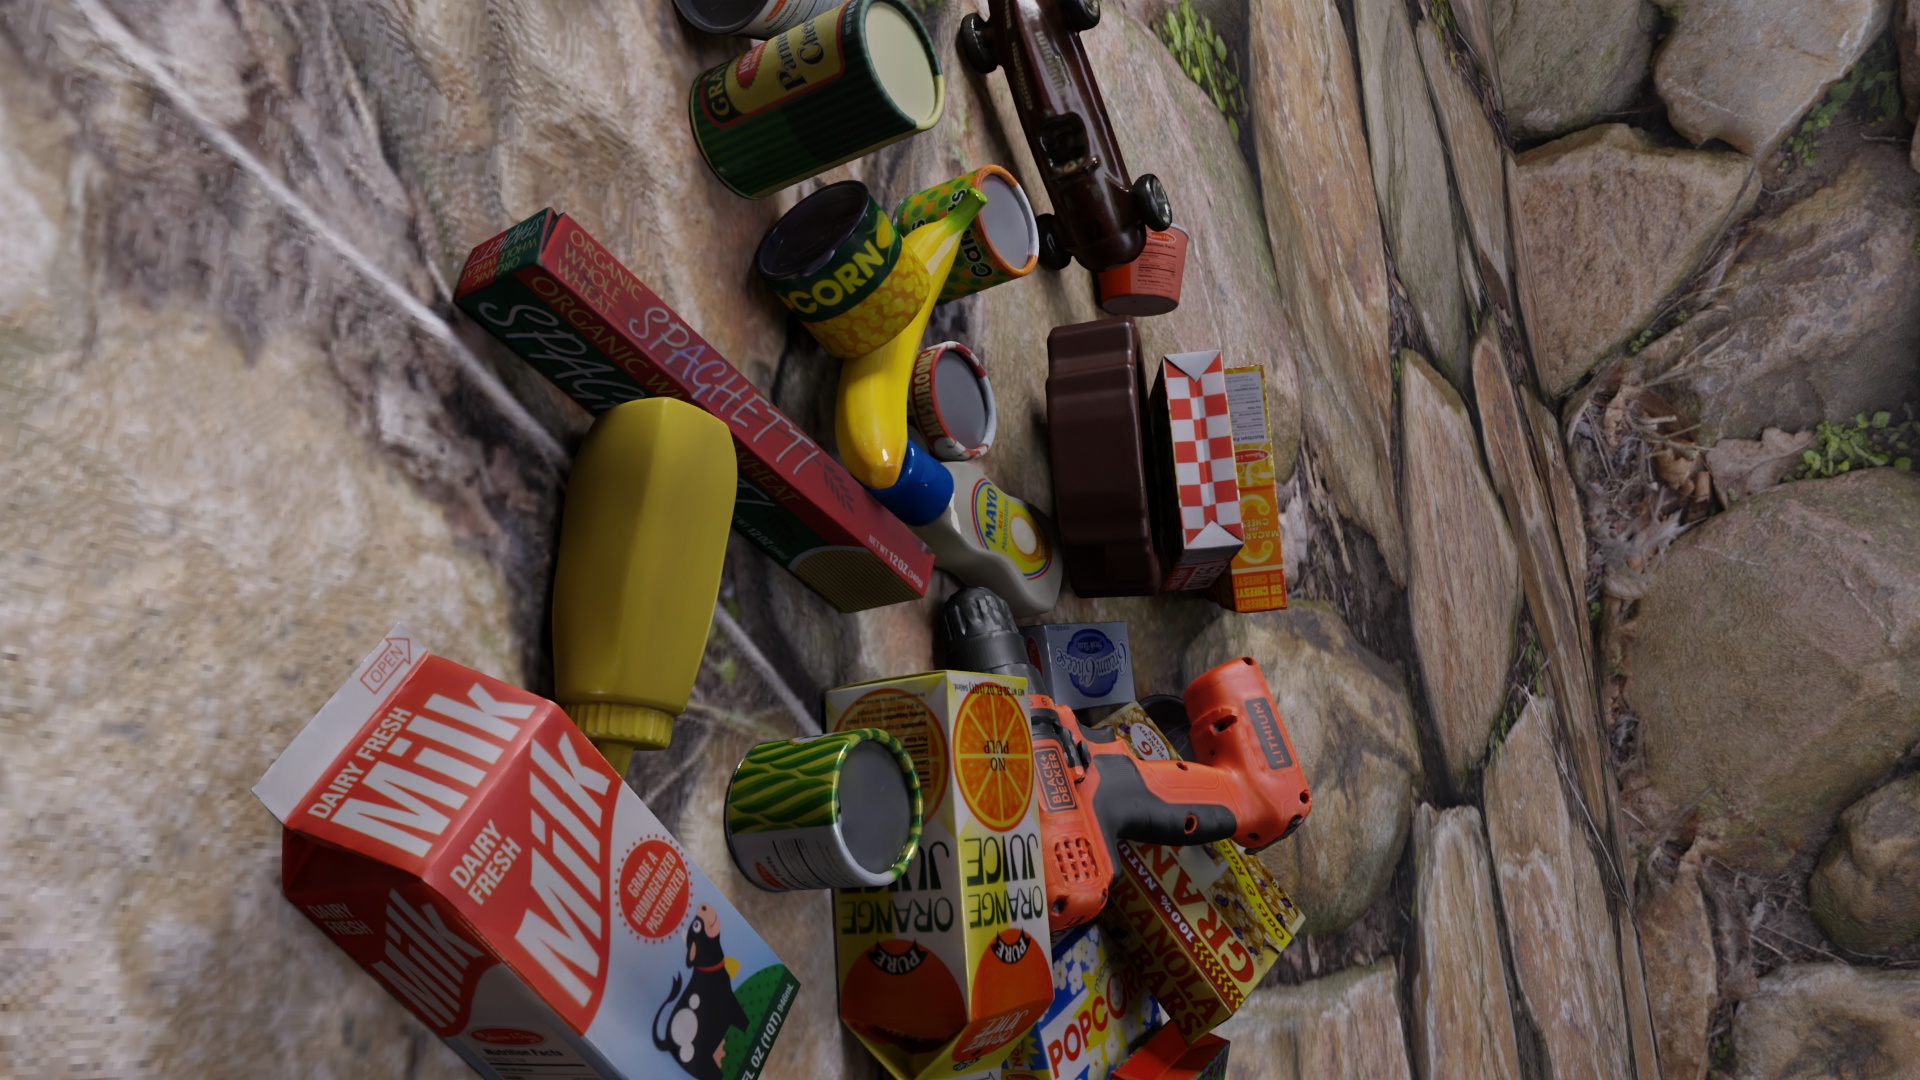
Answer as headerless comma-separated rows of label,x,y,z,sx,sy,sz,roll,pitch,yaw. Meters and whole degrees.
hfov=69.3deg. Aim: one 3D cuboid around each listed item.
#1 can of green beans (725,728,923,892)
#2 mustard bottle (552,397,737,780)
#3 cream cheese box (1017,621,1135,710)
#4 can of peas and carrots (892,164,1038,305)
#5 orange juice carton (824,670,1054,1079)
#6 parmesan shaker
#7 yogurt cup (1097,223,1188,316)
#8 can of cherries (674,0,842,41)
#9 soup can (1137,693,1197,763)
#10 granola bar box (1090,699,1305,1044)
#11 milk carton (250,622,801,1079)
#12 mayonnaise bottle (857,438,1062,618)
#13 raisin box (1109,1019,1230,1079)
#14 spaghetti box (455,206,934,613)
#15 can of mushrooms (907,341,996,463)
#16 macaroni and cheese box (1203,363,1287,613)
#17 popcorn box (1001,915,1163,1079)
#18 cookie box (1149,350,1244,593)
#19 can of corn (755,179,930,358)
can of green beans,-0.057,0.116,0.597,0.071,0.057,0.071,26,58,-51
mustard bottle,-0.124,0.028,0.525,0.049,0.065,0.160,23,66,-46
cream cheese box,0.070,0.077,0.840,0.104,0.024,0.053,3,78,-57
can of peas and carrots,0.003,-0.173,0.792,0.071,0.058,0.071,27,57,-51
orange juice carton,-0.009,0.161,0.642,0.072,0.073,0.193,14,68,-55
parmesan shaker,-0.066,-0.211,0.657,0.071,0.103,0.071,26,58,-51
yogurt cup,0.128,-0.192,0.989,0.072,0.072,0.054,12,77,-55
can of cherries,-0.099,-0.277,0.667,0.058,0.071,0.071,-22,98,-58
soup can,0.149,0.139,0.897,0.084,0.071,0.071,20,63,-54
granola bar box,0.114,0.181,0.791,0.166,0.039,0.124,52,31,12
milk carton,-0.141,0.118,0.452,0.190,0.073,0.073,57,37,-28
mayonnaise bottle,0.003,-0.009,0.749,0.148,0.041,0.065,35,50,-48
raisin box,0.105,0.335,0.749,0.086,0.040,0.123,-5,105,-60
spaghetti box,-0.102,-0.043,0.592,0.249,0.050,0.029,43,44,-41
can of mushrooms,-0.012,-0.074,0.758,0.071,0.033,0.071,25,60,-52
macaroni and cheese box,0.192,-0.037,0.988,0.124,0.040,0.166,-91,175,-88
popcorn box,0.060,0.253,0.748,0.127,0.038,0.085,-17,93,-58
cookie box,0.148,-0.039,0.915,0.167,0.040,0.123,77,8,-79
can of corn,-0.056,-0.130,0.677,0.058,0.071,0.071,49,42,-38
